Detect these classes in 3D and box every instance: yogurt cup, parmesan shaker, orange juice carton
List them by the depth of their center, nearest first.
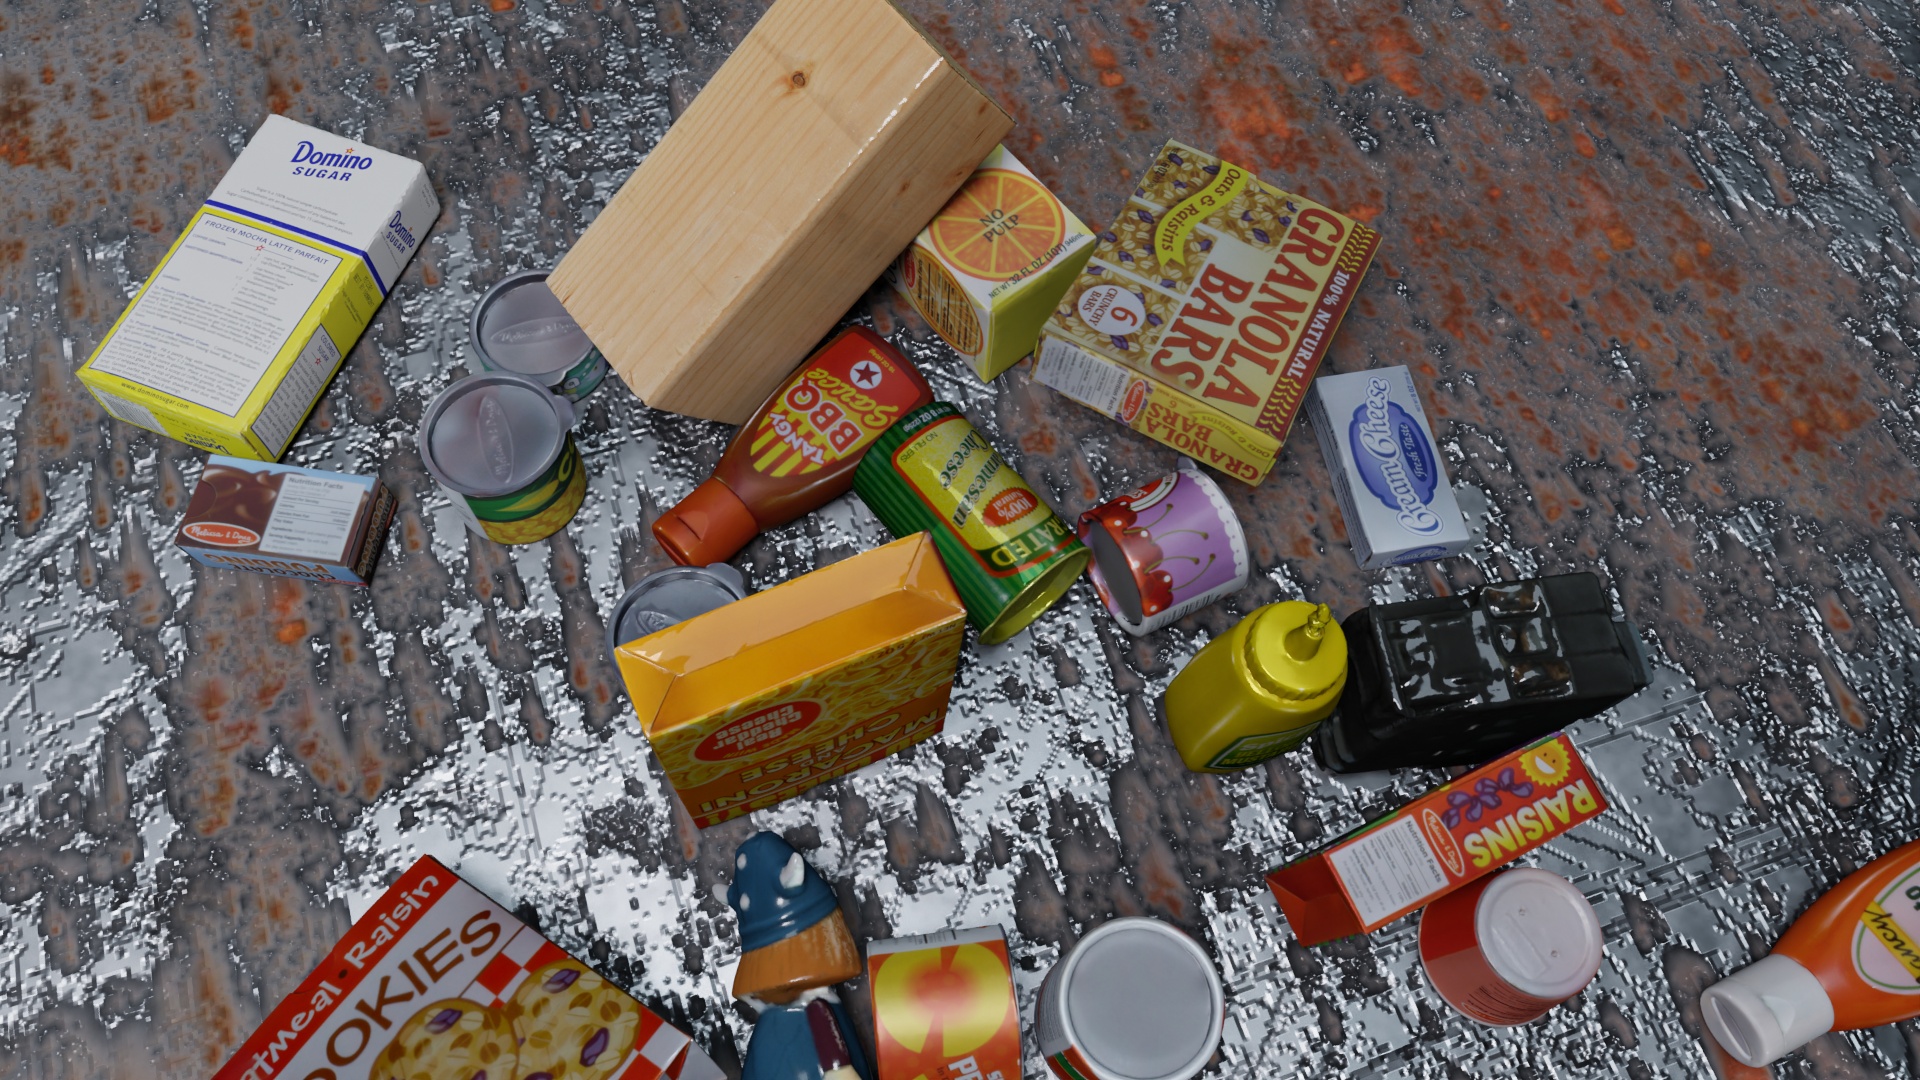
[{"bbox_3d":[0.241,0.175,0.606,0.072,0.053,0.072,1,66,-2],"label":"yogurt cup"},{"bbox_3d":[0.002,-0.008,0.664,0.071,0.071,0.103,-37,73,-18],"label":"parmesan shaker"},{"bbox_3d":[-0.020,-0.184,0.738,0.072,0.072,0.193,-37,73,-17],"label":"orange juice carton"}]

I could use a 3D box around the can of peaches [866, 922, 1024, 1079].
[{"bbox_3d":[-0.007,0.197,0.571,0.058,0.071,0.071,-5,67,-6],"label":"can of peaches"}]

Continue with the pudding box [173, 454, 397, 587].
[{"bbox_3d":[-0.320,-0.010,0.662,0.084,0.030,0.050,8,67,0],"label":"pudding box"}]

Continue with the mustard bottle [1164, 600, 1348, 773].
[{"bbox_3d":[0.130,0.060,0.592,0.065,0.159,0.049,-13,69,-8],"label":"mustard bottle"}]

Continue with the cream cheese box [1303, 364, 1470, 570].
[{"bbox_3d":[0.218,-0.038,0.716,0.053,0.024,0.104,-9,67,-6],"label":"cream cheese box"}]

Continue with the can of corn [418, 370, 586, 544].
[{"bbox_3d":[-0.215,-0.039,0.668,0.071,0.058,0.071,1,66,-3],"label":"can of corn"}]

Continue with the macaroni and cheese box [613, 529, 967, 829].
[{"bbox_3d":[-0.065,0.065,0.572,0.124,0.165,0.040,-21,70,-12],"label":"macaroni and cheese box"}]

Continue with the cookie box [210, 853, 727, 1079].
[{"bbox_3d":[-0.192,0.207,0.526,0.167,0.040,0.123,20,56,33],"label":"cookie box"}]

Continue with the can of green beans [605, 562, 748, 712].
[{"bbox_3d":[-0.123,0.052,0.633,0.071,0.057,0.071,1,66,-3],"label":"can of green beans"}]

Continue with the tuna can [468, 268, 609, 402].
[{"bbox_3d":[-0.213,-0.101,0.709,0.071,0.032,0.071,1,66,-3],"label":"tuna can"}]

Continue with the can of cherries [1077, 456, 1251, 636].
[{"bbox_3d":[0.095,0.003,0.666,0.058,0.071,0.071,-24,70,-12],"label":"can of cherries"}]

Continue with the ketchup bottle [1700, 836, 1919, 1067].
[{"bbox_3d":[0.401,0.186,0.618,0.149,0.043,0.065,-21,69,-12],"label":"ketchup bottle"}]

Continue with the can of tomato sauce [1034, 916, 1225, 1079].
[{"bbox_3d":[0.069,0.193,0.569,0.071,0.082,0.071,1,66,-3],"label":"can of tomato sauce"}]

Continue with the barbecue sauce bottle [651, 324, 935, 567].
[{"bbox_3d":[-0.084,-0.040,0.686,0.065,0.043,0.149,43,70,11],"label":"barbecue sauce bottle"}]

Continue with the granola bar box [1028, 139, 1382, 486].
[{"bbox_3d":[0.126,-0.119,0.693,0.124,0.038,0.166,27,56,8],"label":"granola bar box"}]

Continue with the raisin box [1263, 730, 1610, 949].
[{"bbox_3d":[0.204,0.131,0.605,0.123,0.085,0.040,-22,72,-12],"label":"raisin box"}]
